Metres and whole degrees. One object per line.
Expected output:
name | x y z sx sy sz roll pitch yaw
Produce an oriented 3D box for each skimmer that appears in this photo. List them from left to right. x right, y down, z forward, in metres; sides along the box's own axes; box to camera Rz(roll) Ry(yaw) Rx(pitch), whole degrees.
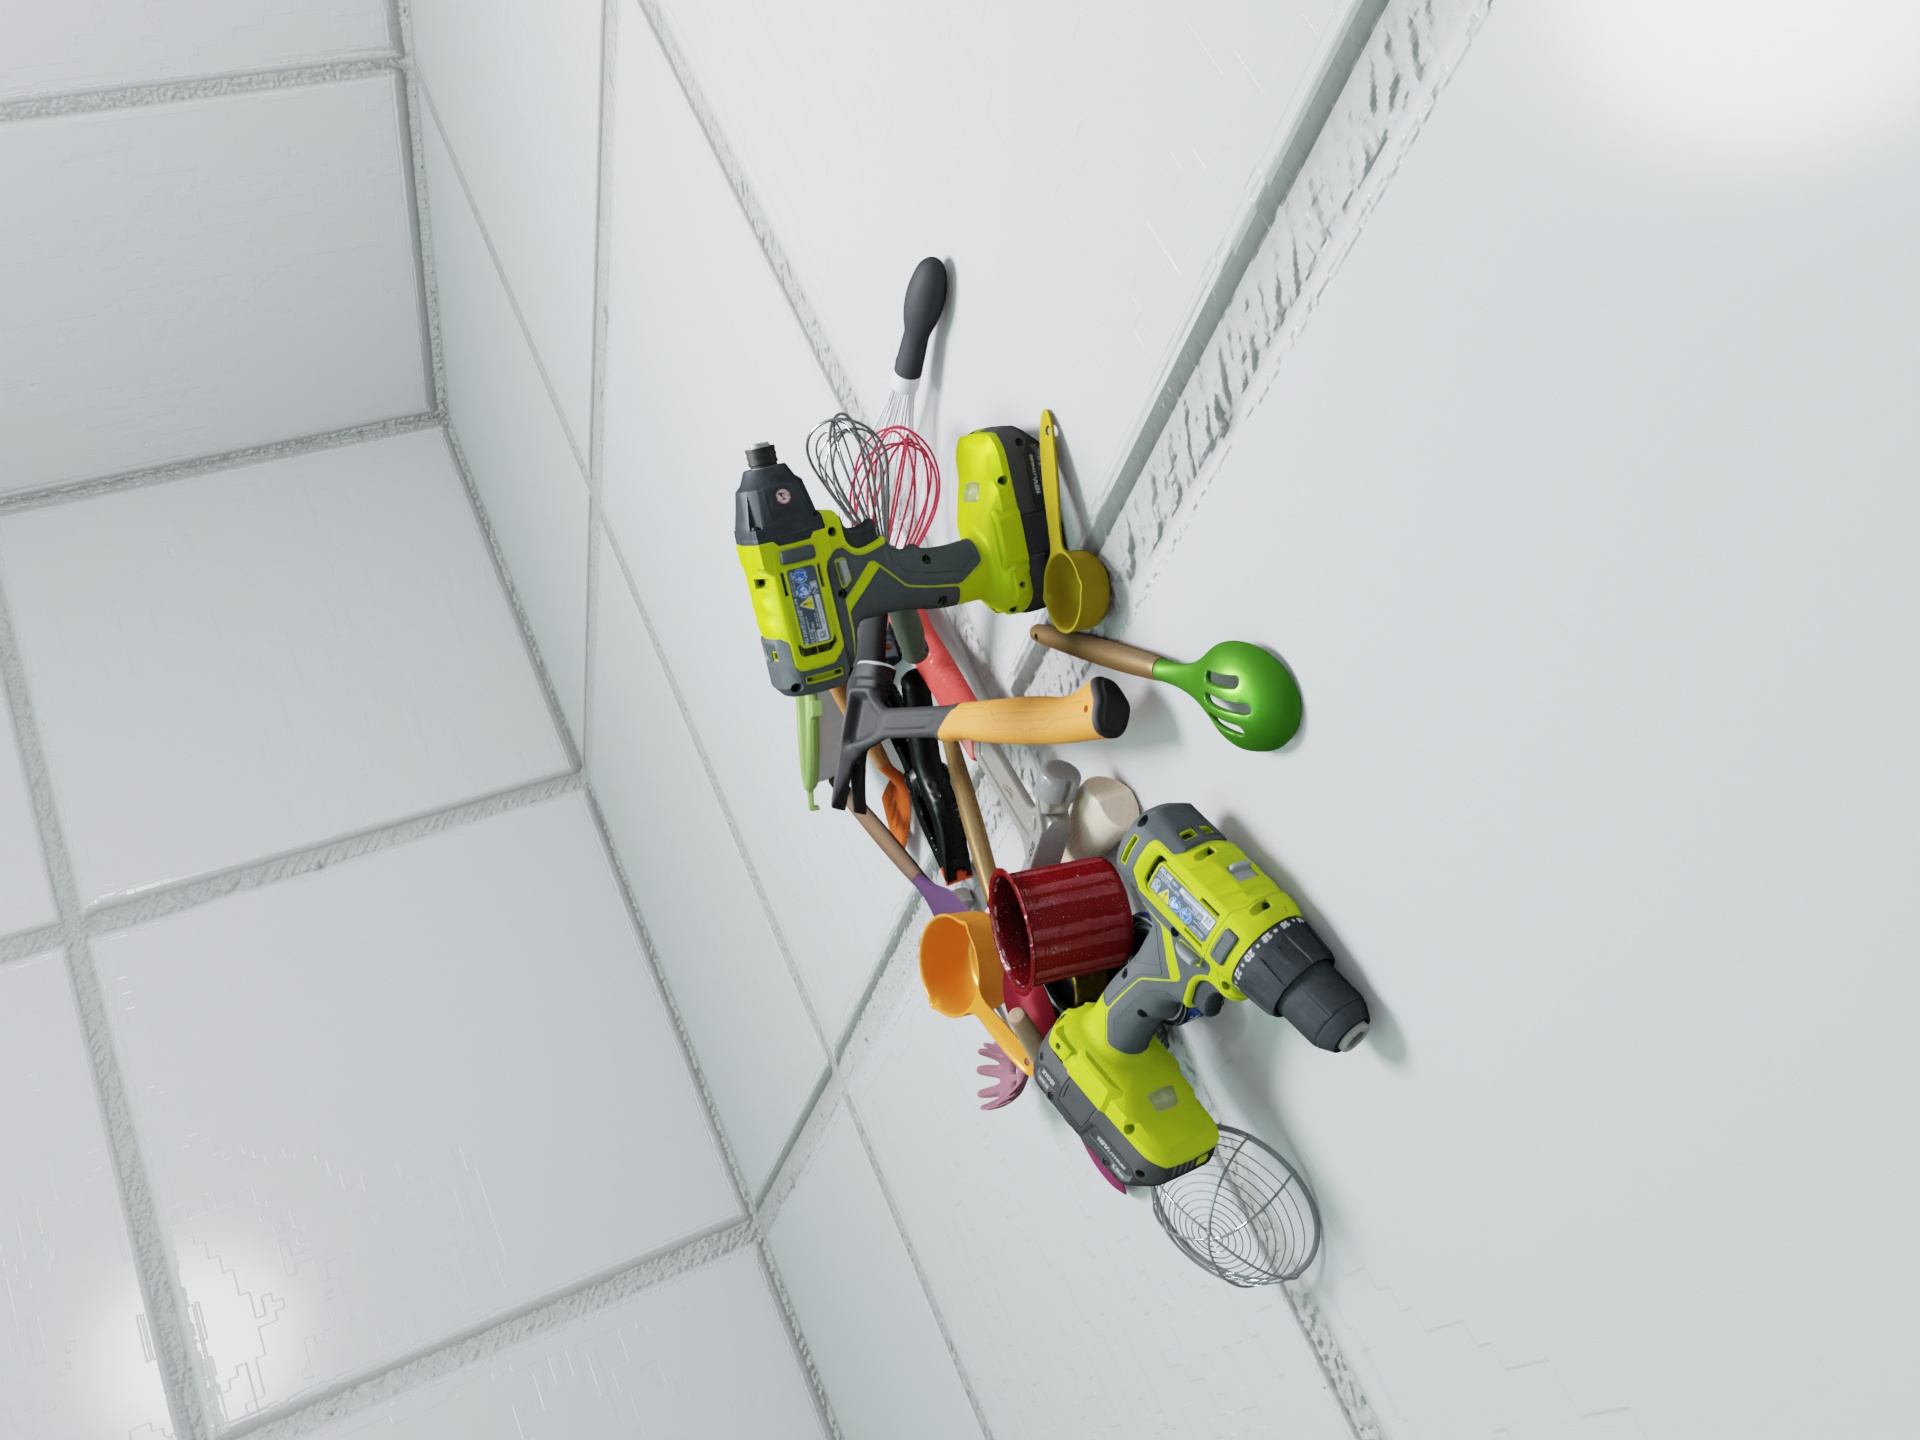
skimmer | 0.152 0.302 1.233 0.364 0.090 0.127 -134 35 -66

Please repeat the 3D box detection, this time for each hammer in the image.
hammer | -0.002 -0.004 1.300 0.359 0.036 0.149 -121 37 -45
hammer | 0.006 0.008 1.196 0.337 0.034 0.127 -4 74 55
hammer | 0.066 0.153 1.315 0.146 0.038 0.410 65 156 16

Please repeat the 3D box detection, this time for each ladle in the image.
ladle | 0.024 0.126 1.298 0.069 0.031 0.316 103 157 -50

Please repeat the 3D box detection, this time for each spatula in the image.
spatula | -0.089 0.031 1.498 0.322 0.041 0.081 65 -175 -57
spatula | -0.051 0.137 1.492 0.316 0.018 0.059 45 136 46

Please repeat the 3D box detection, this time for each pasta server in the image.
pasta server | 0.056 0.281 1.337 0.316 0.040 0.060 112 158 -67

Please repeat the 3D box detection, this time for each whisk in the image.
whisk | -0.063 -0.133 1.217 0.246 0.059 0.058 72 -163 -45
whisk | -0.066 -0.113 1.310 0.073 0.073 0.295 54 146 38
whisk | -0.051 -0.247 1.271 0.070 0.070 0.284 59 149 31

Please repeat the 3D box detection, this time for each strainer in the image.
strainer | -0.131 -0.044 1.606 0.151 0.069 0.257 97 169 -45

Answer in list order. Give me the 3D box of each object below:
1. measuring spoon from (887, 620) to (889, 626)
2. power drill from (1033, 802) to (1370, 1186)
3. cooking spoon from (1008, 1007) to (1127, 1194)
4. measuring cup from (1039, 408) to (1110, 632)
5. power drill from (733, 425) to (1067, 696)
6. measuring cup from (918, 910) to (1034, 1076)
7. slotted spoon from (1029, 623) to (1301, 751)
measuring spoon | -0.077 -0.089 1.440 0.018 0.034 0.124 13 93 47
power drill | 0.151 0.193 1.031 0.191 0.080 0.228 47 129 33
cooking spoon | 0.086 0.302 1.255 0.069 0.017 0.318 56 175 40
measuring cup | 0.077 -0.139 1.102 0.062 0.029 0.156 167 97 -68
power drill | -0.045 -0.128 1.118 0.080 0.223 0.171 16 121 64
measuring cup | 0.032 0.229 1.322 0.174 0.052 0.095 47 128 39
slotted spoon | 0.121 -0.036 1.060 0.314 0.031 0.070 25 128 63
